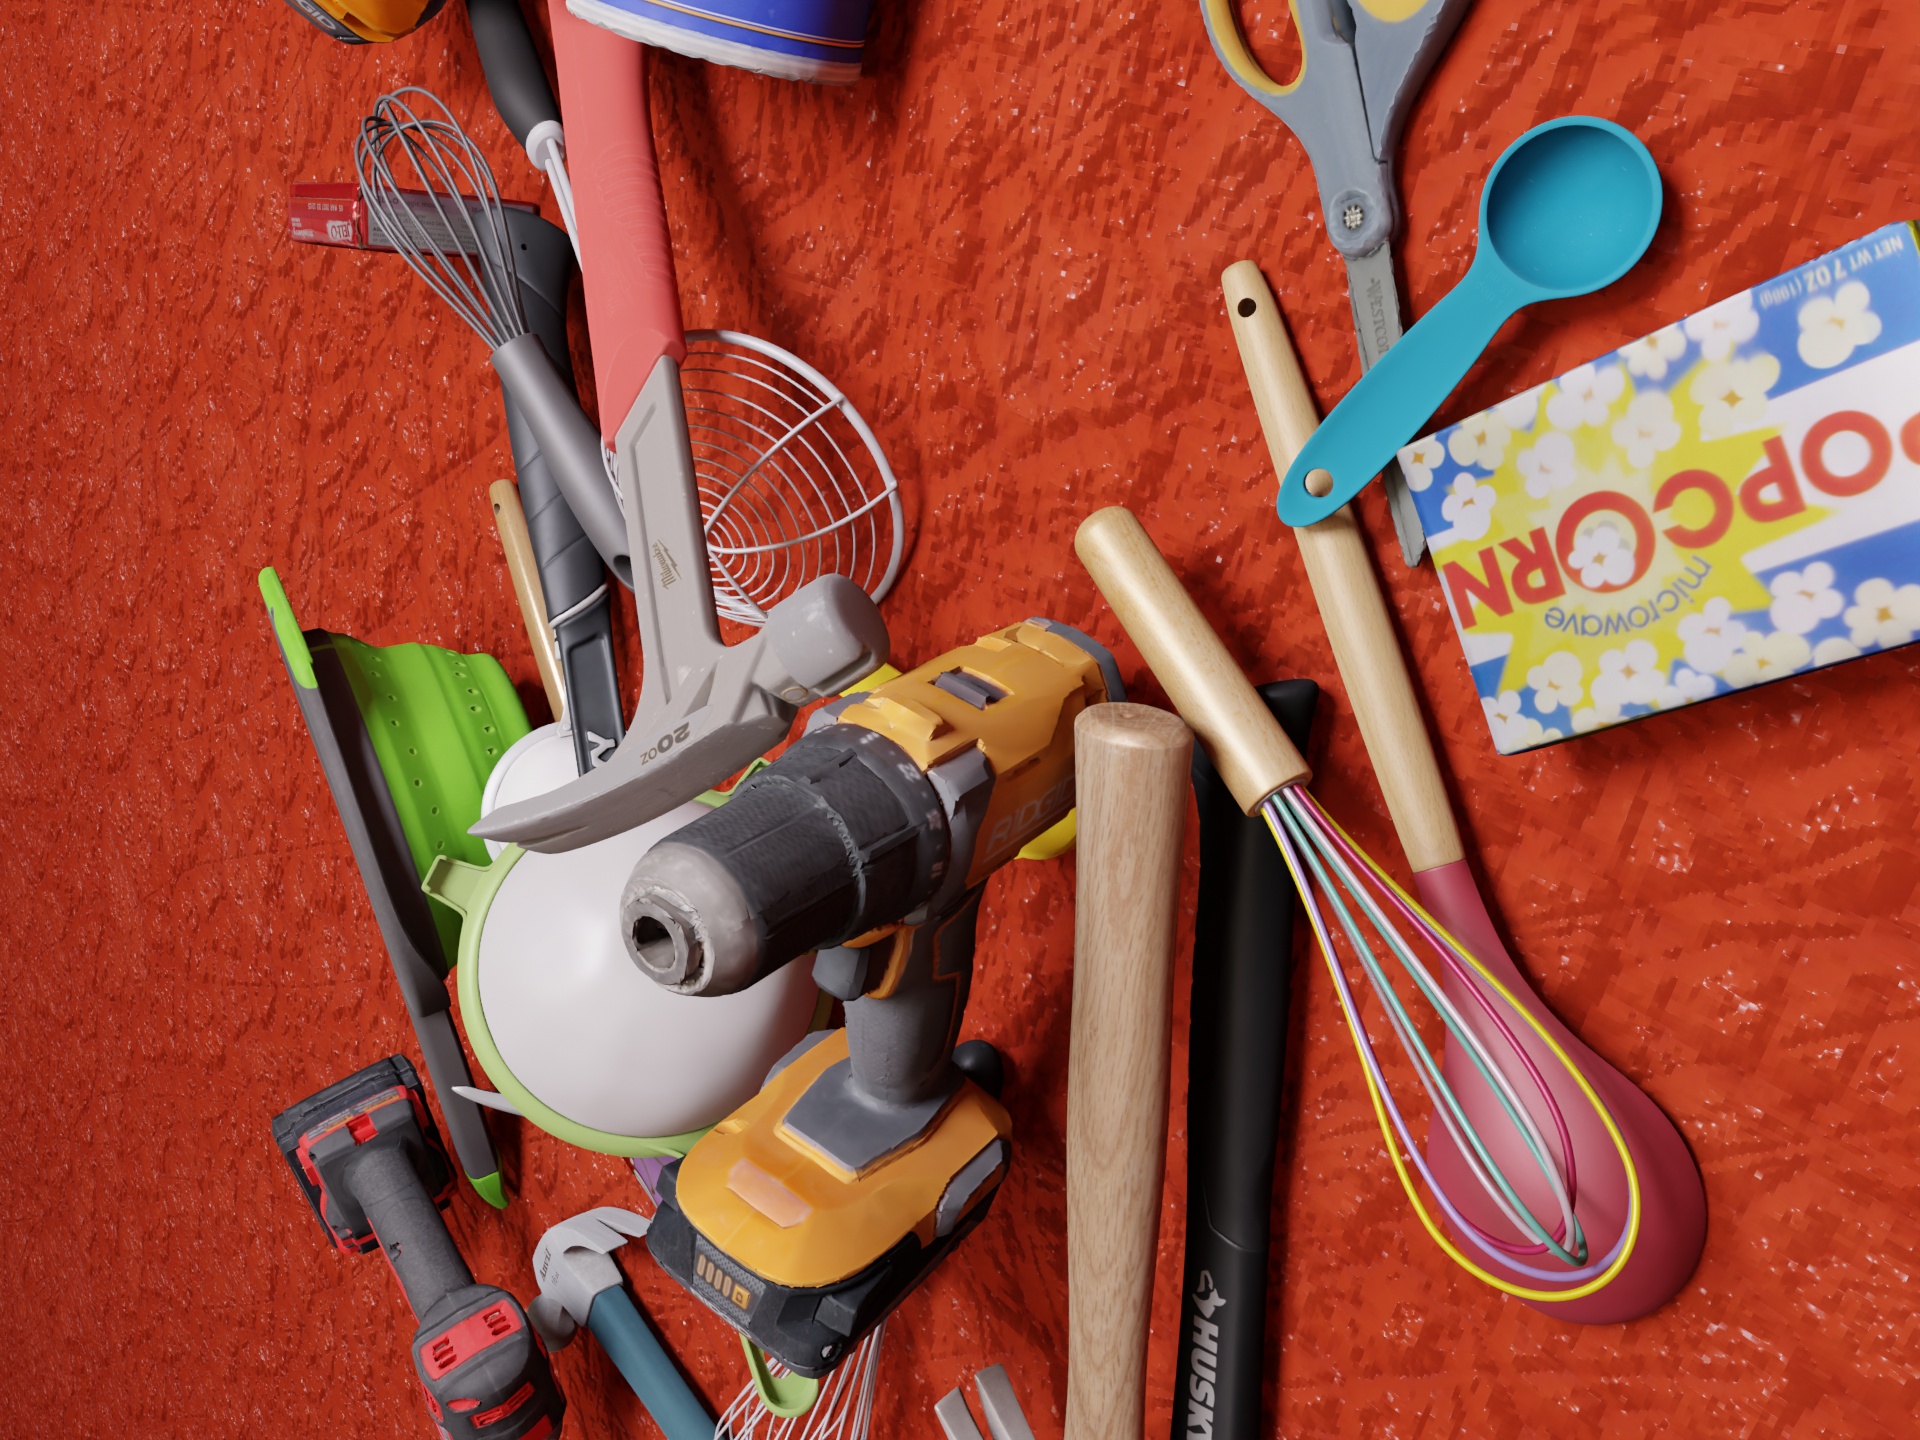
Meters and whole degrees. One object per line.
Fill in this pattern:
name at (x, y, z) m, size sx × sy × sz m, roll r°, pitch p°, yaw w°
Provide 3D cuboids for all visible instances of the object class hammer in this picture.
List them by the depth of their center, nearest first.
hammer at (0.045, 0.154, 0.490) m, size 0.130 × 0.031 × 0.331 m, roll 20°, pitch 117°, yaw 44°
hammer at (0.090, 0.150, 0.508) m, size 0.146 × 0.035 × 0.334 m, roll 14°, pitch 108°, yaw 44°
hammer at (-0.120, -0.136, 0.554) m, size 0.149 × 0.036 × 0.359 m, roll -28°, pitch 59°, yaw 25°
hammer at (-0.166, -0.029, 0.683) m, size 0.036 × 0.149 × 0.409 m, roll 143°, pitch 117°, yaw -69°
hammer at (-0.112, 0.368, 0.766) m, size 0.331 × 0.033 × 0.128 m, roll 41°, pitch 126°, yaw 32°

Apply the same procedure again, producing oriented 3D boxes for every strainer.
strainer at (-0.099, 0.141, 0.607) m, size 0.069 × 0.151 × 0.256 m, roll 137°, pitch 114°, yaw -69°
strainer at (-0.175, -0.025, 0.721) m, size 0.050 × 0.087 × 0.258 m, roll 154°, pitch 112°, yaw -68°

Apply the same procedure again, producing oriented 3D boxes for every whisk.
whisk at (0.094, 0.040, 0.428) m, size 0.047 × 0.051 × 0.245 m, roll -45°, pitch 63°, yaw 32°
whisk at (-0.040, 0.240, 0.652) m, size 0.070 × 0.070 × 0.284 m, roll 41°, pitch 120°, yaw 32°
whisk at (-0.183, -0.156, 0.665) m, size 0.055 × 0.055 × 0.239 m, roll -28°, pitch 92°, yaw 45°

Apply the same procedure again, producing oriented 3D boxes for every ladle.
ladle at (0.127, 0.015, 0.445) m, size 0.069 × 0.031 × 0.315 m, roll -21°, pitch 80°, yaw 27°

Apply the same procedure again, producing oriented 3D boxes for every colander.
colander at (-0.248, 0.099, 0.817) m, size 0.205 × 0.094 × 0.396 m, roll 44°, pitch 147°, yaw 47°

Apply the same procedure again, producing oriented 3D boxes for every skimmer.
skimmer at (-0.128, -0.195, 0.662) m, size 0.127 × 0.090 × 0.364 m, roll -55°, pitch 50°, yaw 46°

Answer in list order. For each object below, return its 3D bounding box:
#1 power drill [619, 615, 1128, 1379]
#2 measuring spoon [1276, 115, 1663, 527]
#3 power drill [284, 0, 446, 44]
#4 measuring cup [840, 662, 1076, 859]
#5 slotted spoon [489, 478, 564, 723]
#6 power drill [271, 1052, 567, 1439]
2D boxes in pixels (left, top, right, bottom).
power drill at (-0.036, 0.091, 0.478) m, size 0.084 × 0.185 × 0.226 m, roll 28°, pitch 122°, yaw 24°
measuring spoon at (0.128, -0.099, 0.416) m, size 0.042 × 0.021 × 0.128 m, roll 45°, pitch 124°, yaw 8°
power drill at (-0.187, -0.360, 0.630) m, size 0.227 × 0.084 × 0.164 m, roll 12°, pitch 73°, yaw 44°
measuring cup at (-0.001, -0.002, 0.575) m, size 0.157 × 0.029 × 0.062 m, roll 30°, pitch 119°, yaw 41°
slotted spoon at (-0.177, 0.028, 0.763) m, size 0.070 × 0.031 × 0.314 m, roll -28°, pitch 77°, yaw 39°
power drill at (-0.278, 0.297, 0.841) m, size 0.220 × 0.078 × 0.143 m, roll 43°, pitch 147°, yaw 37°
